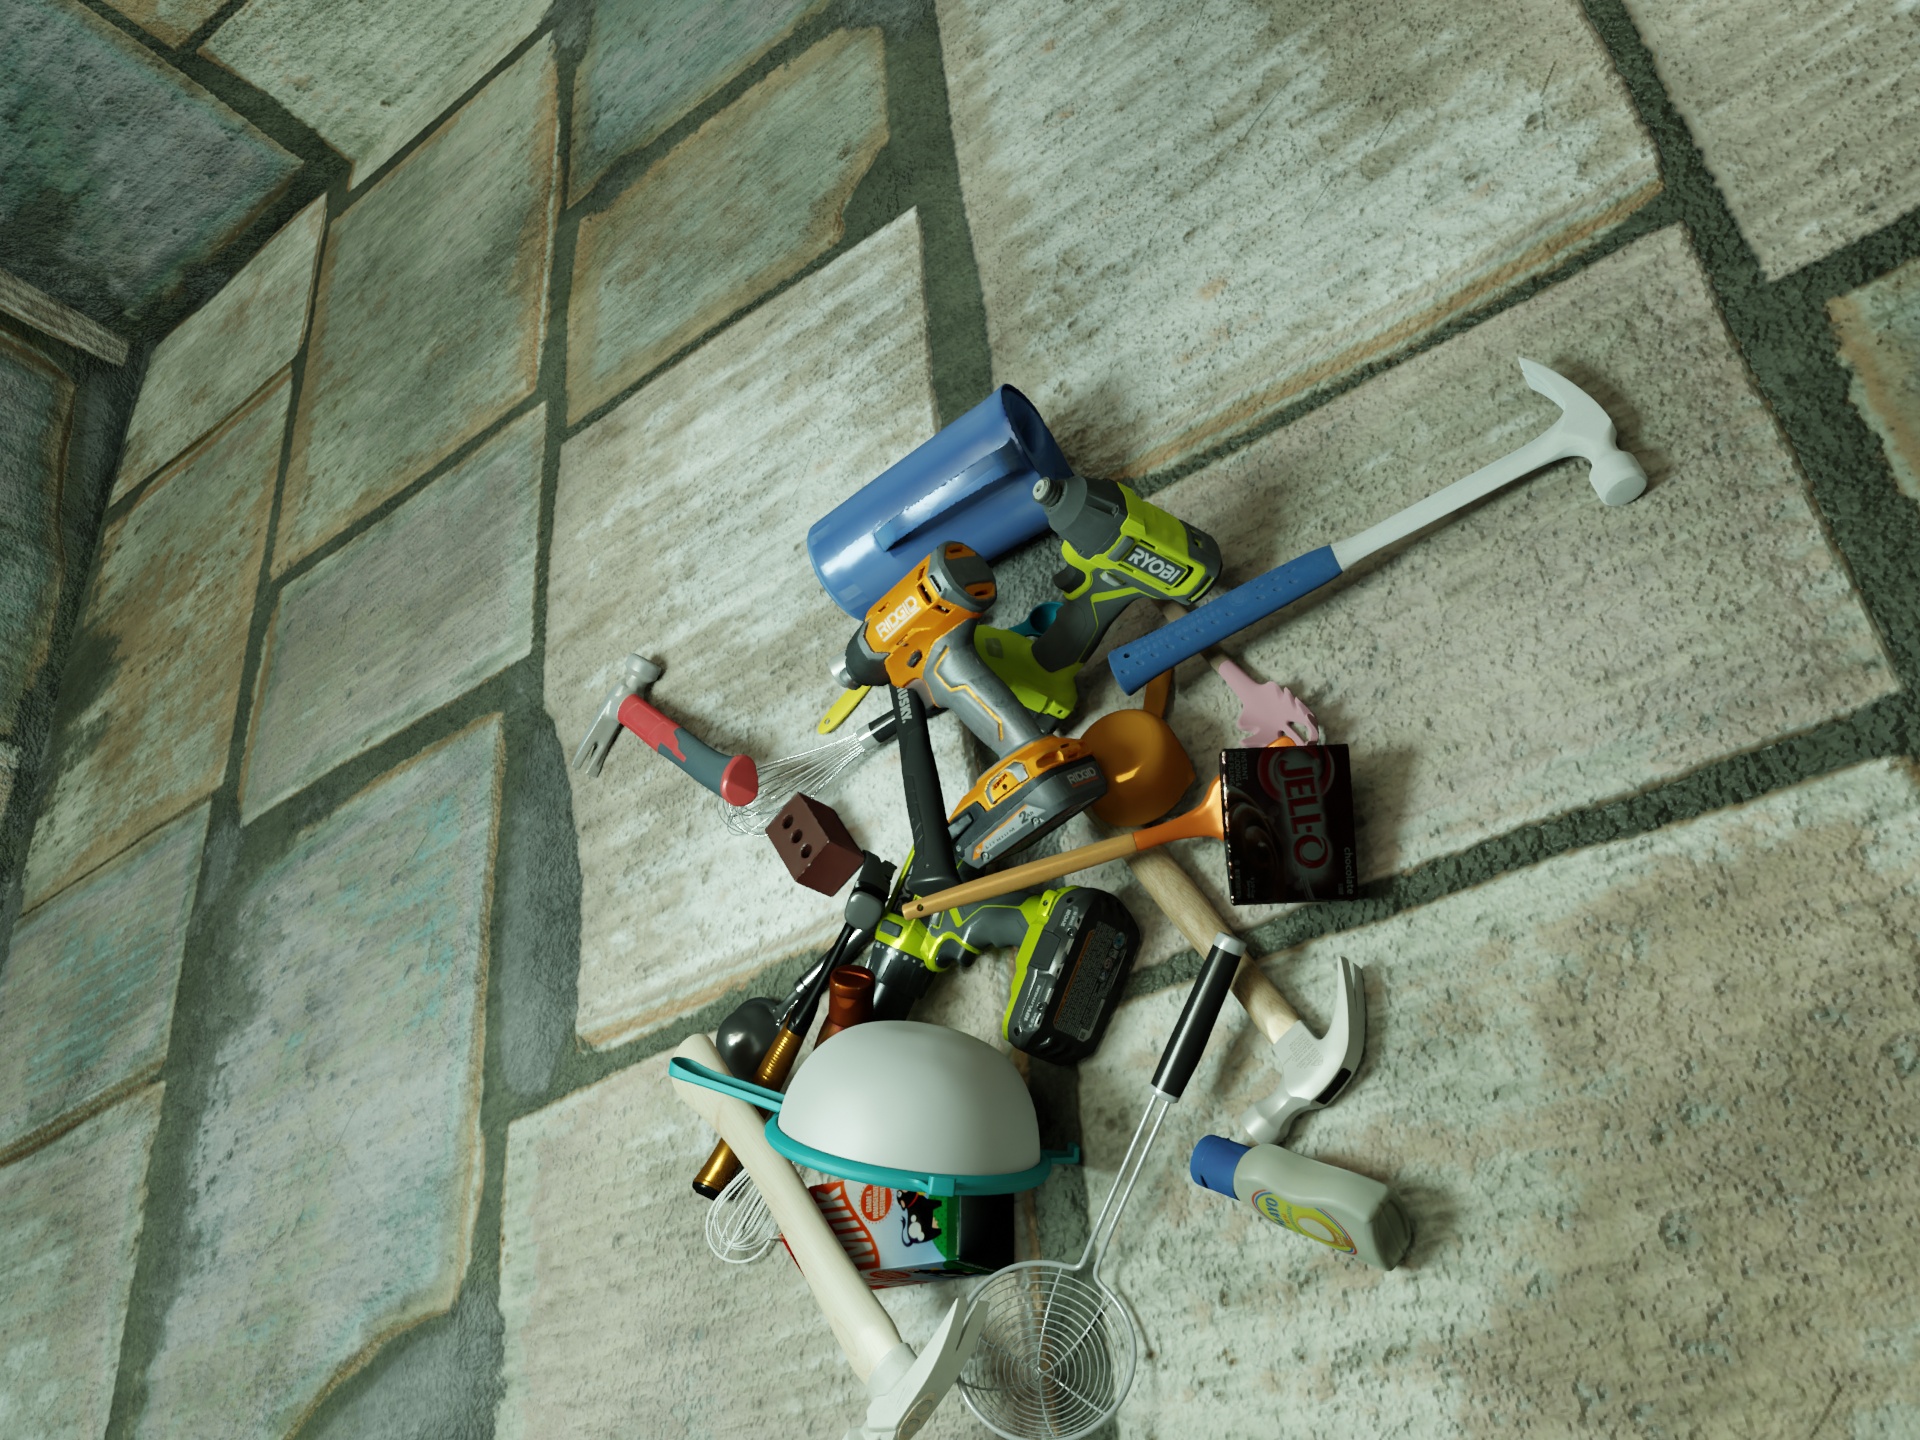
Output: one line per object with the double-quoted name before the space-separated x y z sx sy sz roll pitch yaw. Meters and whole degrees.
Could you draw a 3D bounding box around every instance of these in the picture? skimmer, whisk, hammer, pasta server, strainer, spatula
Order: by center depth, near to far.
"skimmer" 0.110 0.315 1.097 0.127 0.090 0.363 24 91 23
"hammer" 0.182 0.152 1.188 0.130 0.031 0.332 -47 45 11
"spatula" 0.108 0.098 1.194 0.322 0.041 0.081 -18 82 7
"strainer" -0.086 0.265 1.199 0.340 0.210 0.095 8 88 33
"hammer" 0.295 -0.133 1.211 0.405 0.035 0.144 -28 51 18
"hammer" -0.124 0.366 1.220 0.146 0.038 0.411 -57 42 8
"pasta server" 0.196 -0.061 1.287 0.060 0.040 0.317 -53 43 18
"whisk" -0.138 0.349 1.352 0.059 0.057 0.246 31 85 11
"hammer" -0.144 0.267 1.361 0.337 0.034 0.127 -62 4 13
"hammer" -0.034 0.023 1.370 0.146 0.035 0.335 -28 40 14
"strainer" -0.146 0.242 1.417 0.258 0.050 0.087 -45 47 8
"whisk" -0.111 0.031 1.493 0.284 0.070 0.070 -31 50 18
"hammer" -0.297 0.035 1.600 0.143 0.038 0.387 -61 31 -2

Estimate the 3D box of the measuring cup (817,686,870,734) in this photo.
"measuring cup" -0.093 -0.051 1.533 0.156 0.029 0.062 -49 45 5

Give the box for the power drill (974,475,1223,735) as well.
"power drill" 0.080 -0.095 1.292 0.223 0.171 0.080 -48 35 30

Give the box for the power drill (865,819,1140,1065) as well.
"power drill" 0.017 0.191 1.279 0.229 0.080 0.190 14 78 47

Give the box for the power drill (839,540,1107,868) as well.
"power drill" -0.002 -0.004 1.241 0.164 0.084 0.226 -38 76 37

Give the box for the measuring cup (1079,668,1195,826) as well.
"measuring cup" 0.141 -0.001 1.271 0.095 0.052 0.174 -5 53 30

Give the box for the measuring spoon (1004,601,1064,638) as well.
"measuring spoon" 0.042 -0.067 1.398 0.128 0.021 0.042 -23 51 -10
